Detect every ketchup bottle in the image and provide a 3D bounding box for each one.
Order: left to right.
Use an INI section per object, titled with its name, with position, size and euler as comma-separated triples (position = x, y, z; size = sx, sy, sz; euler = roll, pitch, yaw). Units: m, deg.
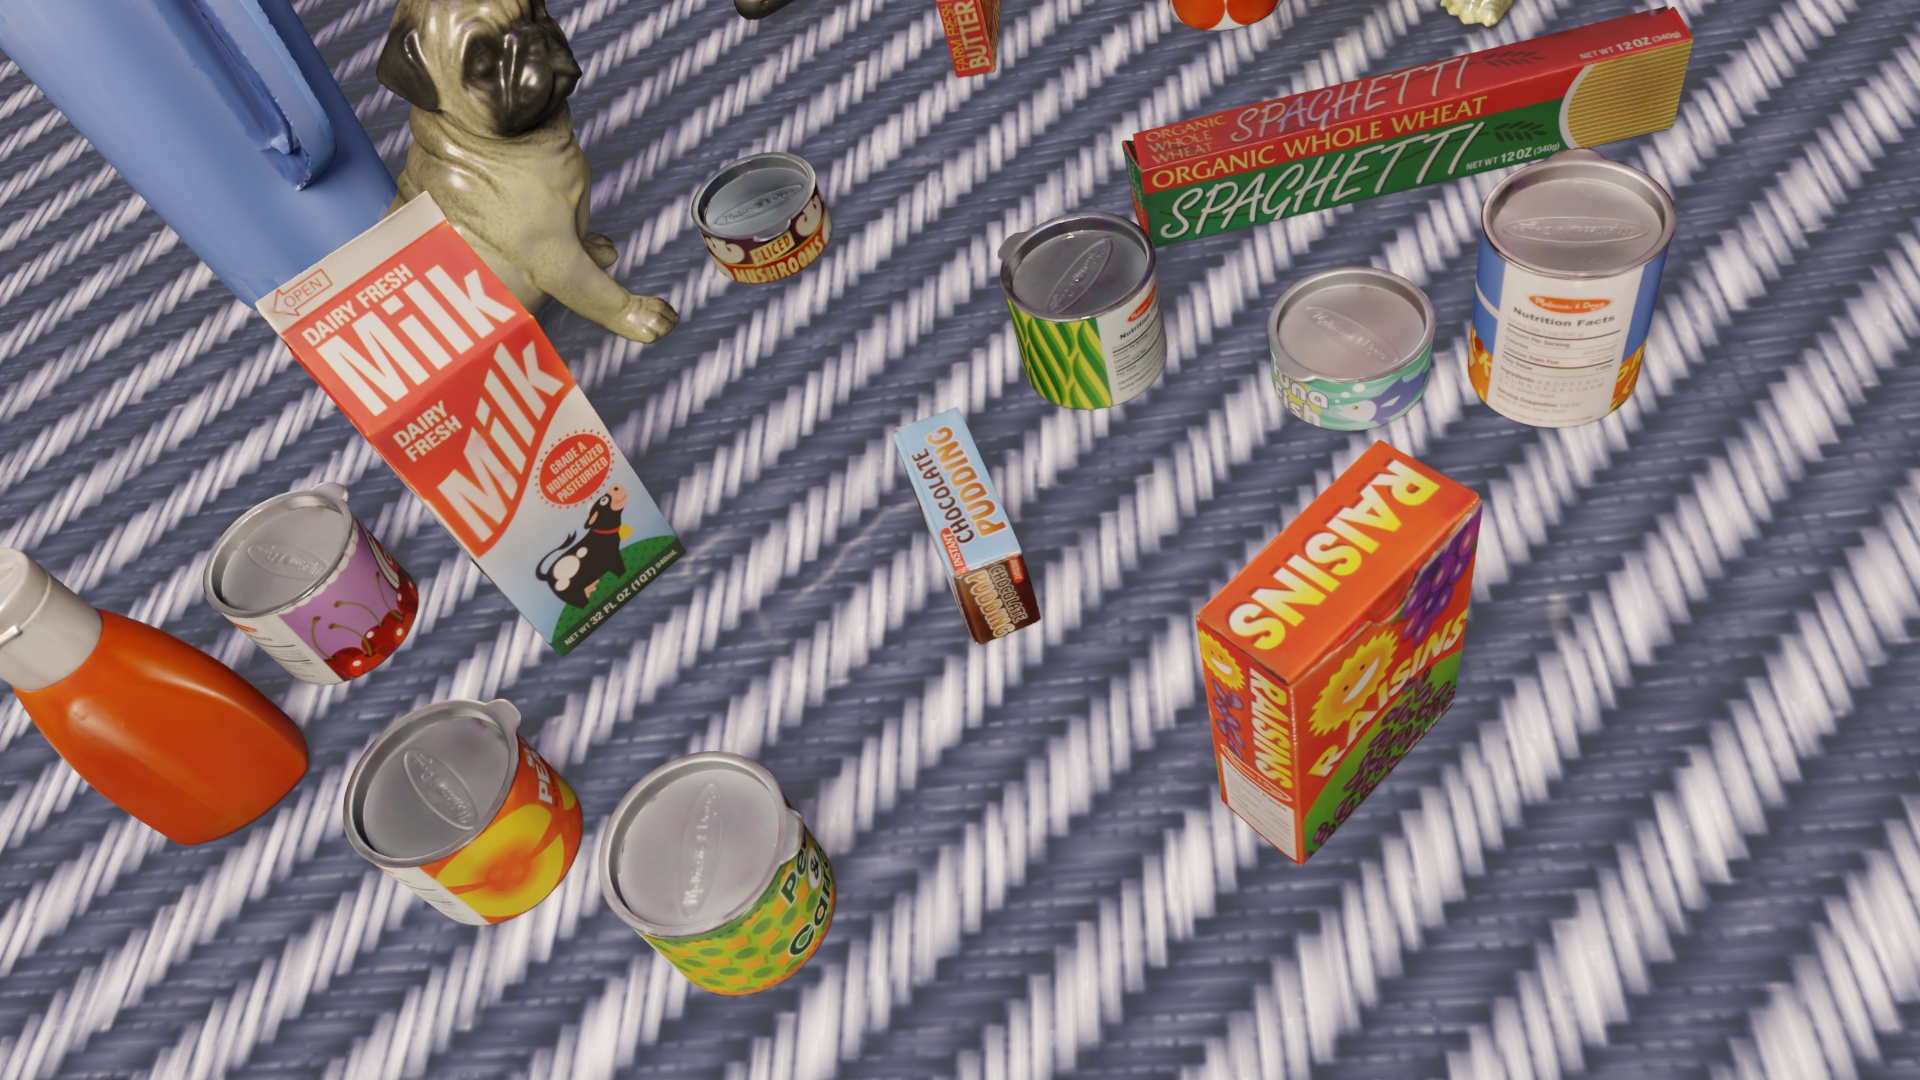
[ketchup bottle]
position = -0.315, 0.060, 0.525
size = 0.065, 0.148, 0.044
euler = -34, 53, -12

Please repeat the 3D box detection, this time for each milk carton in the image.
[milk carton]
position = -0.188, -0.044, 0.544
size = 0.072, 0.189, 0.073
euler = -42, 55, -17

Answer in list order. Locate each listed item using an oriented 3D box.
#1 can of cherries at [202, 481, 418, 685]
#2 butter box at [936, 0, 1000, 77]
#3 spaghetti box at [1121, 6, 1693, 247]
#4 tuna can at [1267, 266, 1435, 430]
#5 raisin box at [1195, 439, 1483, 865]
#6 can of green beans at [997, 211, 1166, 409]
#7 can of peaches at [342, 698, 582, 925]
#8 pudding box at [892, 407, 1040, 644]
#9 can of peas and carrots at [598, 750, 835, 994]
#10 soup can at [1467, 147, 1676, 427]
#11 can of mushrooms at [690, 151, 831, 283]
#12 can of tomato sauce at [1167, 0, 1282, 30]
[can of cherries]
position = -0.278, 0.019, 0.604
size = 0.071, 0.058, 0.072
euler = -7, 52, 10
[butter box]
position = 0.006, -0.315, 0.788
size = 0.024, 0.053, 0.104
euler = -4, 53, 12
[spaghetti box]
position = 0.202, -0.188, 0.640
size = 0.250, 0.050, 0.029
euler = -12, 52, 6
[tuna can]
position = 0.161, -0.079, 0.579
size = 0.071, 0.032, 0.071
euler = -7, 52, 10
[raisin box]
position = 0.120, 0.040, 0.441
size = 0.086, 0.122, 0.040
euler = -40, 54, -16
[can of green beans]
position = 0.055, -0.100, 0.607
size = 0.071, 0.057, 0.071
euler = -7, 52, 10
[can of peaches]
position = -0.181, 0.100, 0.516
size = 0.071, 0.057, 0.071
euler = -7, 52, 10
[pudding box]
position = 0.002, -0.007, 0.555
size = 0.030, 0.049, 0.084
euler = -21, 51, -1
[can of peas and carrots]
position = -0.080, 0.115, 0.478
size = 0.071, 0.058, 0.071
euler = -7, 52, 10
[soup can]
position = 0.235, -0.097, 0.540
size = 0.071, 0.083, 0.072
euler = -7, 52, 10
[can of mushrooms]
position = -0.101, -0.164, 0.713
size = 0.071, 0.033, 0.071
euler = -7, 52, 10
[can of tomato sauce]
position = 0.140, -0.325, 0.741
size = 0.071, 0.082, 0.071
euler = -7, 52, 10
